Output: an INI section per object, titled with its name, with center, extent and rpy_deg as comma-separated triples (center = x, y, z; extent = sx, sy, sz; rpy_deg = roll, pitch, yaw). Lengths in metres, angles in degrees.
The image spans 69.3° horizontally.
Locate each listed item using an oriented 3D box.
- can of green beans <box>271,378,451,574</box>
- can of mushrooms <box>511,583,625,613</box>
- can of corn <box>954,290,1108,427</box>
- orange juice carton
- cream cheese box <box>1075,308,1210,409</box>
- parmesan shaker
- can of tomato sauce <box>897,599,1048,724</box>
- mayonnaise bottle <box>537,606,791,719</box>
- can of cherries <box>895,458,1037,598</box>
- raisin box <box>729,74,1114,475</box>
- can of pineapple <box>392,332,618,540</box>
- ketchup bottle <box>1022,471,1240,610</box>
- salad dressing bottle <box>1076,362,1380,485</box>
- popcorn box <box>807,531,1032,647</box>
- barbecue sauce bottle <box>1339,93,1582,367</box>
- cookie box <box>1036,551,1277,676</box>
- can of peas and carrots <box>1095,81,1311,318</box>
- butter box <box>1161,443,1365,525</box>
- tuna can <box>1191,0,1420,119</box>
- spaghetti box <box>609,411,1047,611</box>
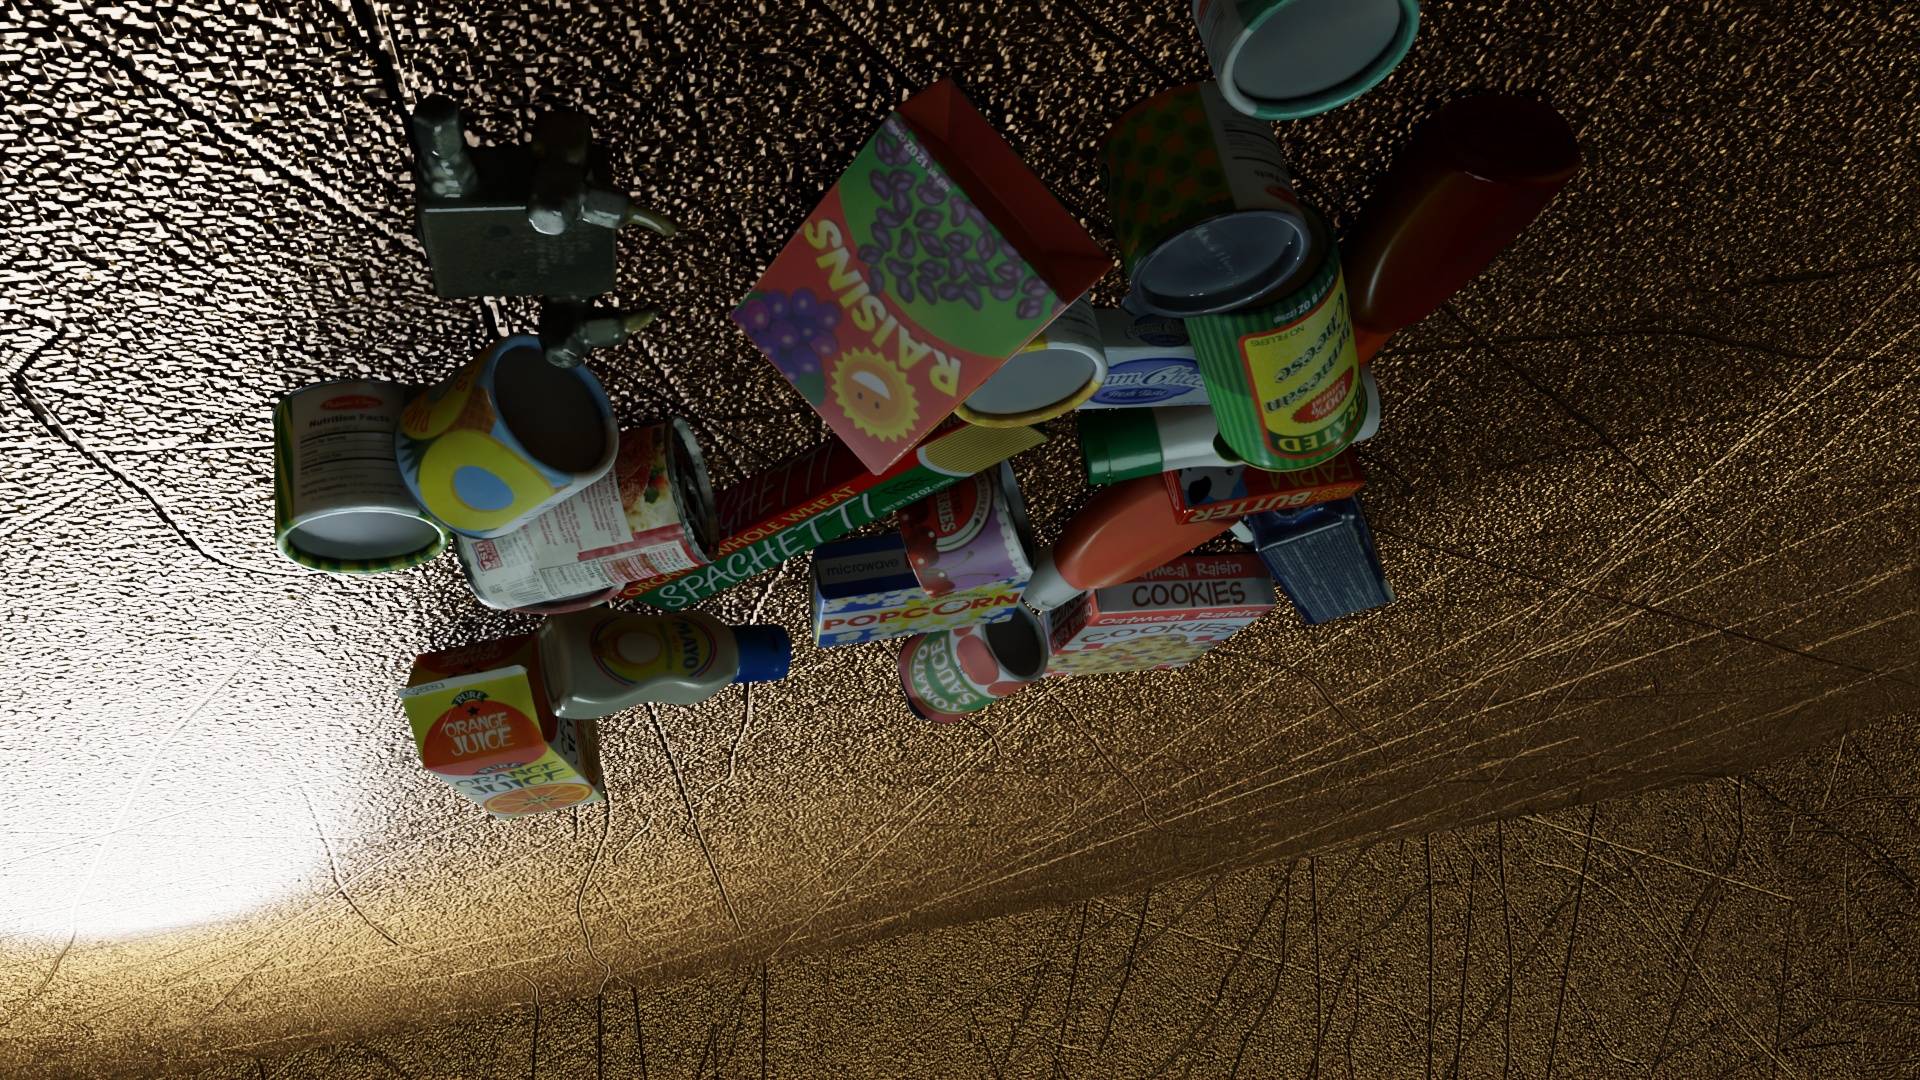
[can of green beans]
center = -0.243, -0.025, 0.566
extent = 0.071, 0.058, 0.071
rpy_deg = -11, 158, -4
[can of mushrooms]
center = -0.206, 0.011, 0.706
extent = 0.071, 0.033, 0.070
rpy_deg = -12, 158, -5
[can of corn]
center = 0.020, -0.085, 0.562
extent = 0.071, 0.058, 0.071
rpy_deg = -11, 157, -4
[orange juice carton]
center = -0.280, 0.113, 0.859
extent = 0.072, 0.073, 0.192
rpy_deg = -11, 157, -5
[cream cheese box]
center = 0.082, -0.084, 0.644
extent = 0.104, 0.024, 0.053
rpy_deg = -4, 155, -21
[parmesan shaker]
center = 0.128, -0.083, 0.579
extent = 0.071, 0.071, 0.102
rpy_deg = -18, 142, 12
[can of tomato sauce]
center = 0.008, 0.081, 0.944
extent = 0.071, 0.071, 0.083
rpy_deg = 12, 147, -45
[mayonnaise bottle]
center = -0.174, 0.070, 0.833
extent = 0.148, 0.065, 0.041
rpy_deg = 0, 151, -38
[can of cherries]
center = 0.003, -0.009, 0.728
extent = 0.058, 0.072, 0.071
rpy_deg = -16, 158, 10
[raisin box]
center = -0.018, -0.089, 0.494
extent = 0.123, 0.086, 0.040
rpy_deg = -38, -173, 46
[can of pineapple]
center = -0.180, -0.042, 0.549
extent = 0.057, 0.071, 0.071
rpy_deg = -26, 154, 28
[ketchup bottle]
center = 0.092, -0.001, 0.821
extent = 0.065, 0.044, 0.148
rpy_deg = 22, 143, -31
[salad dressing bottle]
center = 0.134, -0.060, 0.707
extent = 0.148, 0.044, 0.064
rpy_deg = -11, 165, 0
[popcorn box]
center = -0.026, 0.026, 0.831
extent = 0.127, 0.038, 0.085
rpy_deg = -8, 157, -12
[barbecue sauce bottle]
center = 0.190, -0.122, 0.585
extent = 0.065, 0.044, 0.148
rpy_deg = -6, 158, -16
[cookie box]
center = 0.125, 0.052, 0.954
extent = 0.123, 0.040, 0.166
rpy_deg = -3, 161, -14
[can of peas and carrots]
center = 0.085, -0.122, 0.507
extent = 0.071, 0.059, 0.070
rpy_deg = -10, 158, -4
[butter box]
center = 0.161, -0.043, 0.748
extent = 0.104, 0.053, 0.024
rpy_deg = -9, 159, -10
[tuna can]
center = 0.113, -0.169, 0.444
extent = 0.071, 0.033, 0.070
rpy_deg = -10, 158, -4
[spaghetti box]
center = -0.074, -0.022, 0.704
extent = 0.249, 0.029, 0.050
rpy_deg = -24, 155, 25
